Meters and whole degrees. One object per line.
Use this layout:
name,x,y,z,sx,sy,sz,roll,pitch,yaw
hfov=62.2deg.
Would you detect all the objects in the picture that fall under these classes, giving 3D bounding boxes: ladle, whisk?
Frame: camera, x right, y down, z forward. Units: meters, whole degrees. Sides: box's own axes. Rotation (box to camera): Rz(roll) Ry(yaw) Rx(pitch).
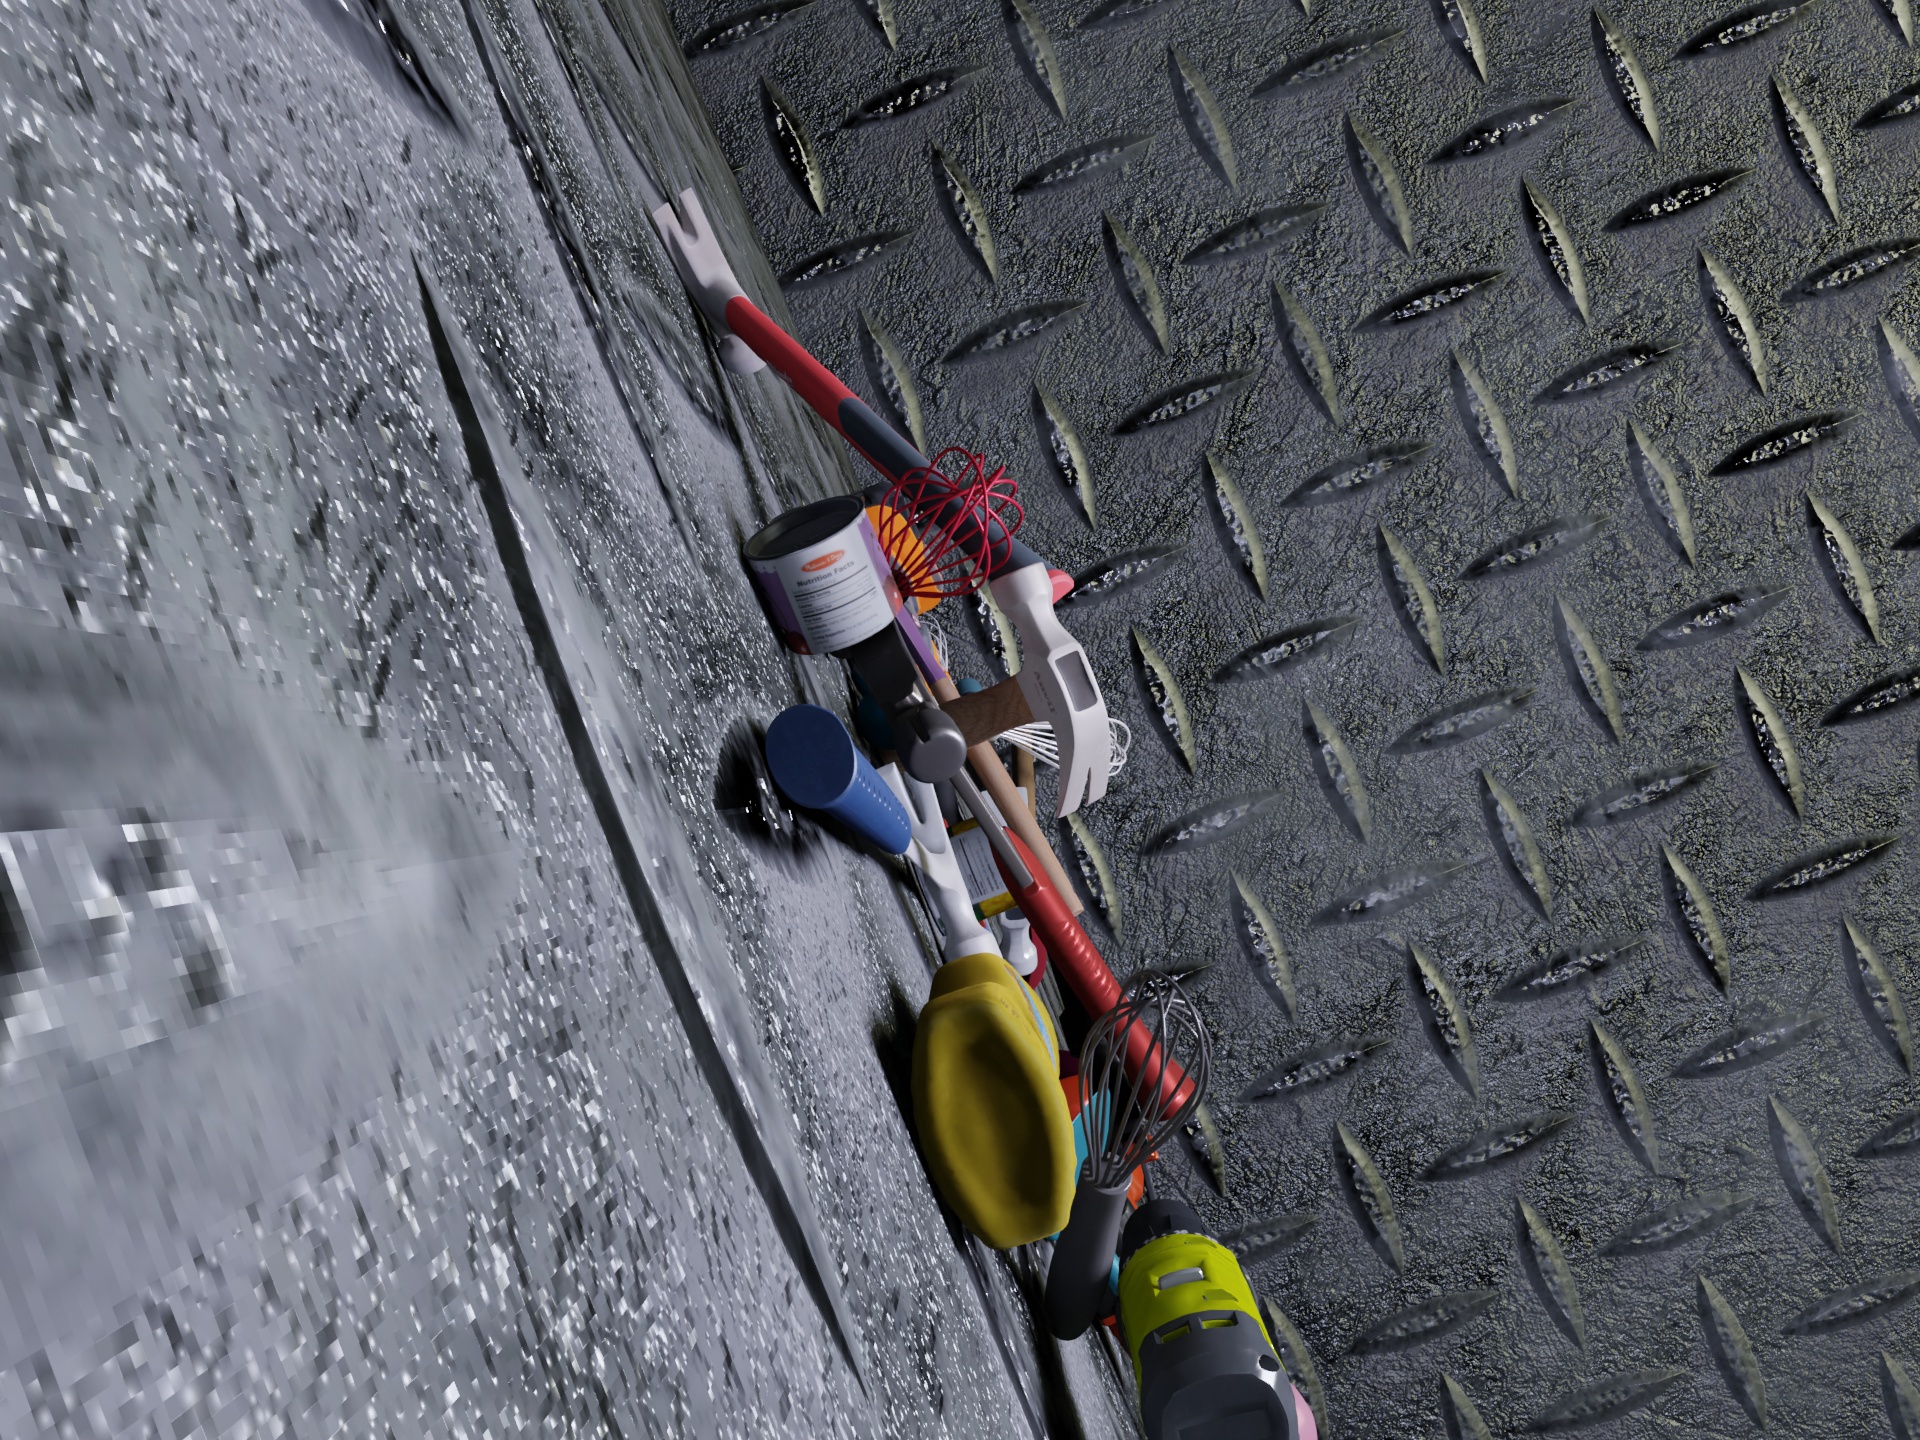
ladle,0.053,0.106,1.314,0.069,0.031,0.315,-100,-175,-55
whisk,-0.026,0.020,1.313,0.070,0.070,0.285,66,8,-52
whisk,0.066,0.199,0.688,0.055,0.055,0.238,-110,-157,-49
whisk,-0.034,-0.082,0.905,0.073,0.073,0.296,68,-22,5
whisk,0.031,0.005,1.188,0.246,0.059,0.058,12,35,-36

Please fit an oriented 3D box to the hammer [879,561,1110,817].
hammer,0.008,0.002,0.965,0.130,0.031,0.331,67,-19,0

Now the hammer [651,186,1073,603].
hammer,-0.065,-0.190,0.978,0.387,0.038,0.143,46,-11,34

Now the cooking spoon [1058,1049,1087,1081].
cooking spoon,0.102,0.348,1.224,0.017,0.069,0.318,-72,154,-43

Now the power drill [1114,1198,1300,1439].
power drill,0.122,0.344,0.720,0.190,0.080,0.228,-96,172,-84

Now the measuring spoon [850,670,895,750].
measuring spoon,-0.066,-0.009,1.066,0.042,0.021,0.129,67,-7,-20

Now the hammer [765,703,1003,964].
hammer,-0.035,0.052,0.805,0.405,0.035,0.144,61,7,-75

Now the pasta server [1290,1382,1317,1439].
pasta server,0.152,0.411,1.069,0.316,0.040,0.060,14,-56,70

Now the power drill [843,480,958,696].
power drill,-0.058,-0.091,1.244,0.227,0.084,0.164,-105,172,-48

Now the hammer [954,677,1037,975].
hammer,0.023,0.057,1.278,0.331,0.033,0.128,-103,-172,-62

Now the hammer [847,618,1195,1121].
hammer,0.043,0.098,0.885,0.358,0.036,0.149,57,2,-32

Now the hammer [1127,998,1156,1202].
hammer,0.156,0.412,1.211,0.409,0.036,0.149,-102,-177,-45

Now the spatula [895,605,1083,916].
spatula,-0.002,-0.003,1.065,0.316,0.018,0.059,59,4,22

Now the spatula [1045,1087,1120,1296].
spatula,0.117,0.359,0.940,0.044,0.082,0.317,-9,-63,46
